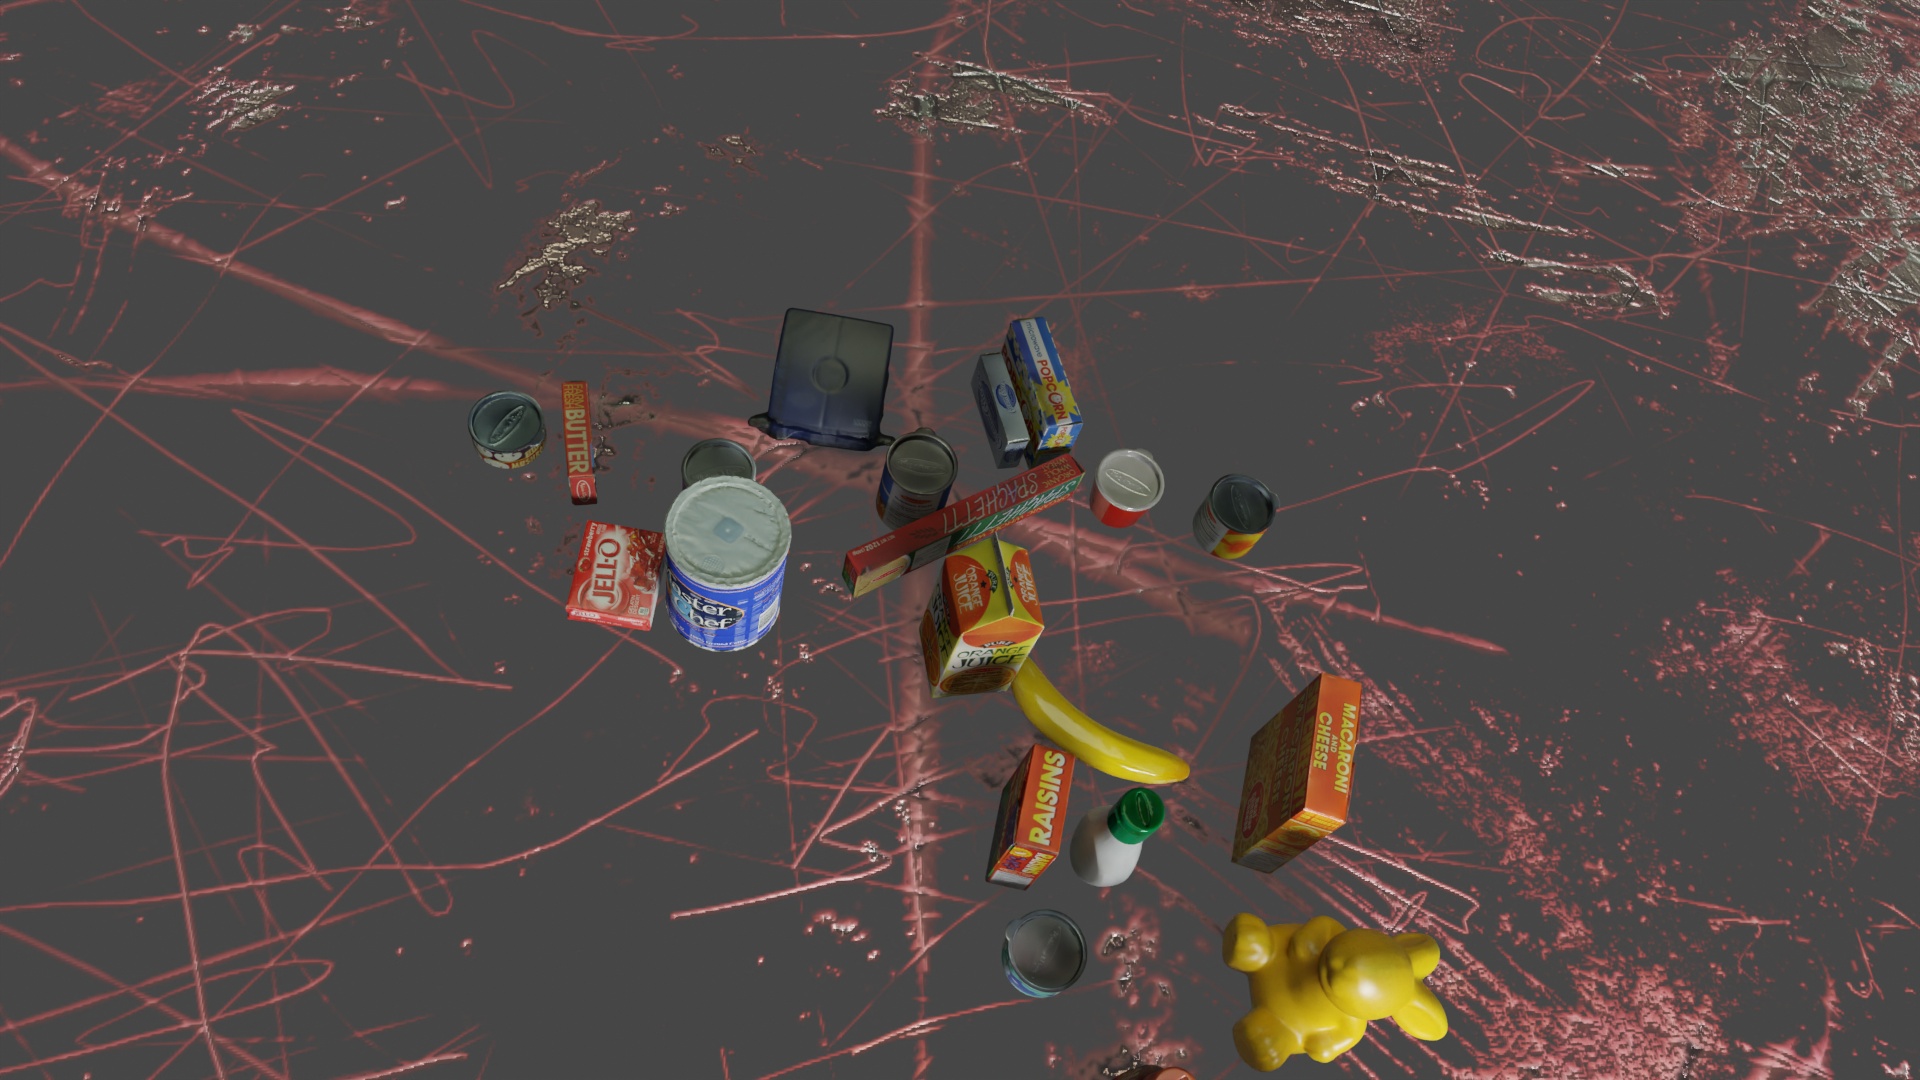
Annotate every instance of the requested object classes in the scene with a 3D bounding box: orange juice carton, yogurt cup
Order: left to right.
[{"bbox_3d":[0.018,0.066,1.178,0.073,0.191,0.072,-5,64,-14],"label":"orange juice carton"},{"bbox_3d":[0.157,-0.047,1.345,0.072,0.053,0.073,5,62,-9],"label":"yogurt cup"}]

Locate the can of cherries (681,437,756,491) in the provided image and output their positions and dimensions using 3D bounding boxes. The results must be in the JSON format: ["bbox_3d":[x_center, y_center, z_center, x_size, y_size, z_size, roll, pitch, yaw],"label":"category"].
[{"bbox_3d":[-0.221,-0.049,1.266,0.071,0.058,0.072,5,62,-9],"label":"can of cherries"}]

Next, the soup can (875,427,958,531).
[{"bbox_3d":[-0.041,-0.054,1.291,0.071,0.083,0.071,5,62,-9],"label":"soup can"}]

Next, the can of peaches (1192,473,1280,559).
[{"bbox_3d":[0.268,-0.023,1.352,0.071,0.057,0.071,5,62,-9],"label":"can of peaches"}]

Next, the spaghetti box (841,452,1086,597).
[{"bbox_3d":[0.005,-0.016,1.300,0.251,0.050,0.029,-25,70,-22],"label":"spaghetti box"}]

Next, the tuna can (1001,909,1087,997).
[{"bbox_3d":[0.066,0.337,1.137,0.071,0.032,0.071,5,62,-9],"label":"tuna can"}]

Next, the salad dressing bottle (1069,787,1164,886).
[{"bbox_3d":[0.128,0.241,1.135,0.044,0.147,0.064,-4,64,-13],"label":"salad dressing bottle"}]

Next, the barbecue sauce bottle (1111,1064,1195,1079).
[{"bbox_3d":[0.140,0.423,1.042,0.044,0.147,0.065,38,62,9],"label":"barbecue sauce bottle"}]

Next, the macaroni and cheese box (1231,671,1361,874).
[{"bbox_3d":[0.285,0.200,1.177,0.040,0.165,0.124,17,61,-2],"label":"macaroni and cheese box"}]

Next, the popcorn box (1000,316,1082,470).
[{"bbox_3d":[0.075,-0.144,1.361,0.038,0.084,0.127,-10,65,-16],"label":"popcorn box"}]

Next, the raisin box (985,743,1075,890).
[{"bbox_3d":[0.056,0.229,1.140,0.040,0.122,0.086,16,61,-3],"label":"raisin box"}]

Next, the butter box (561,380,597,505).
[{"bbox_3d":[-0.347,-0.089,1.265,0.024,0.053,0.104,-5,64,-14],"label":"butter box"}]

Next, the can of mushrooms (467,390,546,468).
[{"bbox_3d":[-0.411,-0.100,1.269,0.071,0.033,0.071,5,62,-9],"label":"can of mushrooms"}]

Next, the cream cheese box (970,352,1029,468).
[{"bbox_3d":[0.038,-0.127,1.363,0.024,0.053,0.104,-9,65,-16],"label":"cream cheese box"}]
